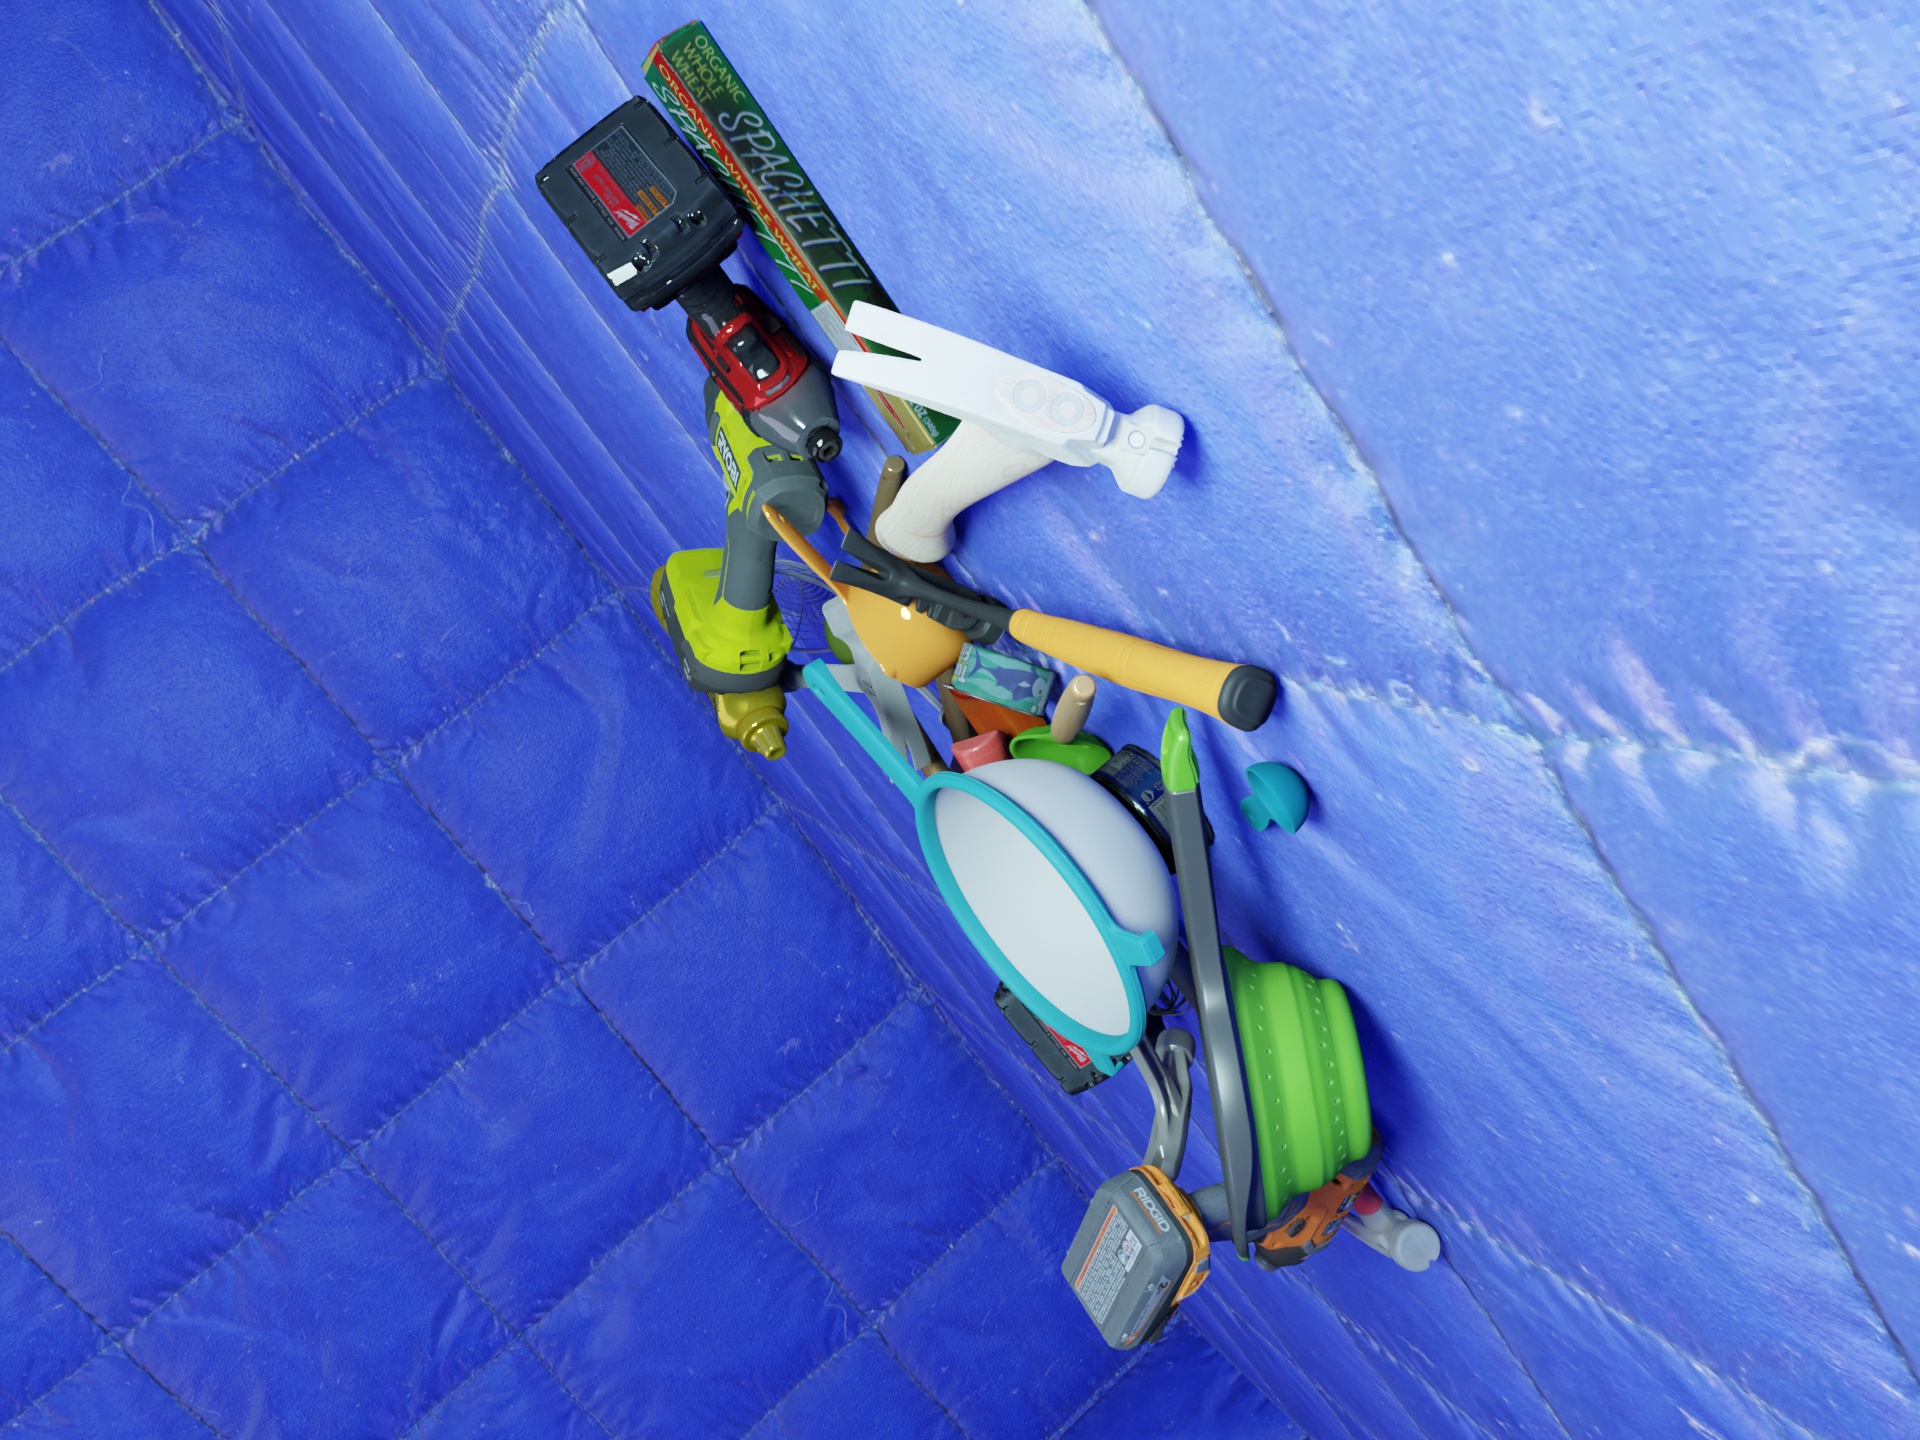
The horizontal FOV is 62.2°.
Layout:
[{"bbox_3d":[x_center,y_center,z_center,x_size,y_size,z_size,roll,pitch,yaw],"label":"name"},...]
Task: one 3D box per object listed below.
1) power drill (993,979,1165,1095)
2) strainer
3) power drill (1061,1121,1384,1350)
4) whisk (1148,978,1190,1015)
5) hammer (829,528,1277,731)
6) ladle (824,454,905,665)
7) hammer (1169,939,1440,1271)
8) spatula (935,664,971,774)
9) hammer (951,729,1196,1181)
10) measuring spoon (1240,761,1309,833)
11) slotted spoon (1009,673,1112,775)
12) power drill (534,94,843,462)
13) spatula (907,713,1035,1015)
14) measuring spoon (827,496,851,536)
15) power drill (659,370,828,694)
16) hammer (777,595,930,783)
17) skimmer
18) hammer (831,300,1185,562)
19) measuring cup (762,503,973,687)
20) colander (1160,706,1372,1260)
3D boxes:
[{"bbox_3d":[0.113,0.240,1.380,0.188,0.080,0.227,52,-169,-4],"label":"power drill"},{"bbox_3d":[0.031,0.059,1.039,0.341,0.095,0.210,47,156,24],"label":"strainer"},{"bbox_3d":[0.189,0.369,1.147,0.084,0.226,0.164,51,137,39],"label":"power drill"},{"bbox_3d":[0.108,0.152,1.286,0.238,0.055,0.055,49,169,-14],"label":"whisk"},{"bbox_3d":[0.050,-0.050,0.891,0.127,0.034,0.337,22,-179,-33],"label":"hammer"},{"bbox_3d":[-0.058,-0.114,1.163,0.078,0.062,0.320,40,158,8],"label":"ladle"},{"bbox_3d":[0.230,0.270,1.269,0.386,0.038,0.143,52,169,-6],"label":"hammer"},{"bbox_3d":[-0.002,-0.004,1.226,0.060,0.018,0.315,24,145,33],"label":"spatula"},{"bbox_3d":[0.085,0.164,1.156,0.358,0.037,0.149,62,-153,-22],"label":"hammer"},{"bbox_3d":[0.171,0.043,0.872,0.042,0.021,0.128,55,178,9],"label":"measuring spoon"},{"bbox_3d":[0.066,0.003,0.965,0.070,0.031,0.313,8,172,2],"label":"slotted spoon"},{"bbox_3d":[-0.142,-0.241,0.929,0.143,0.078,0.219,53,-178,27],"label":"power drill"},{"bbox_3d":[0.010,0.086,1.240,0.317,0.082,0.044,59,-169,0],"label":"spatula"},{"bbox_3d":[-0.071,-0.130,1.235,0.021,0.011,0.116,22,153,53],"label":"measuring spoon"},{"bbox_3d":[-0.163,-0.143,1.171,0.223,0.080,0.171,110,144,-44],"label":"power drill"},{"bbox_3d":[-0.135,-0.031,1.317,0.406,0.035,0.144,5,121,65],"label":"hammer"},{"bbox_3d":[-0.070,-0.023,1.349,0.364,0.090,0.127,43,165,31],"label":"skimmer"},{"bbox_3d":[-0.013,-0.130,0.841,0.146,0.038,0.410,19,176,-9],"label":"hammer"},{"bbox_3d":[-0.057,-0.098,1.066,0.173,0.052,0.095,44,-153,-29],"label":"measuring cup"},{"bbox_3d":[0.187,0.156,0.953,0.205,0.094,0.396,-89,-11,-56],"label":"colander"}]
